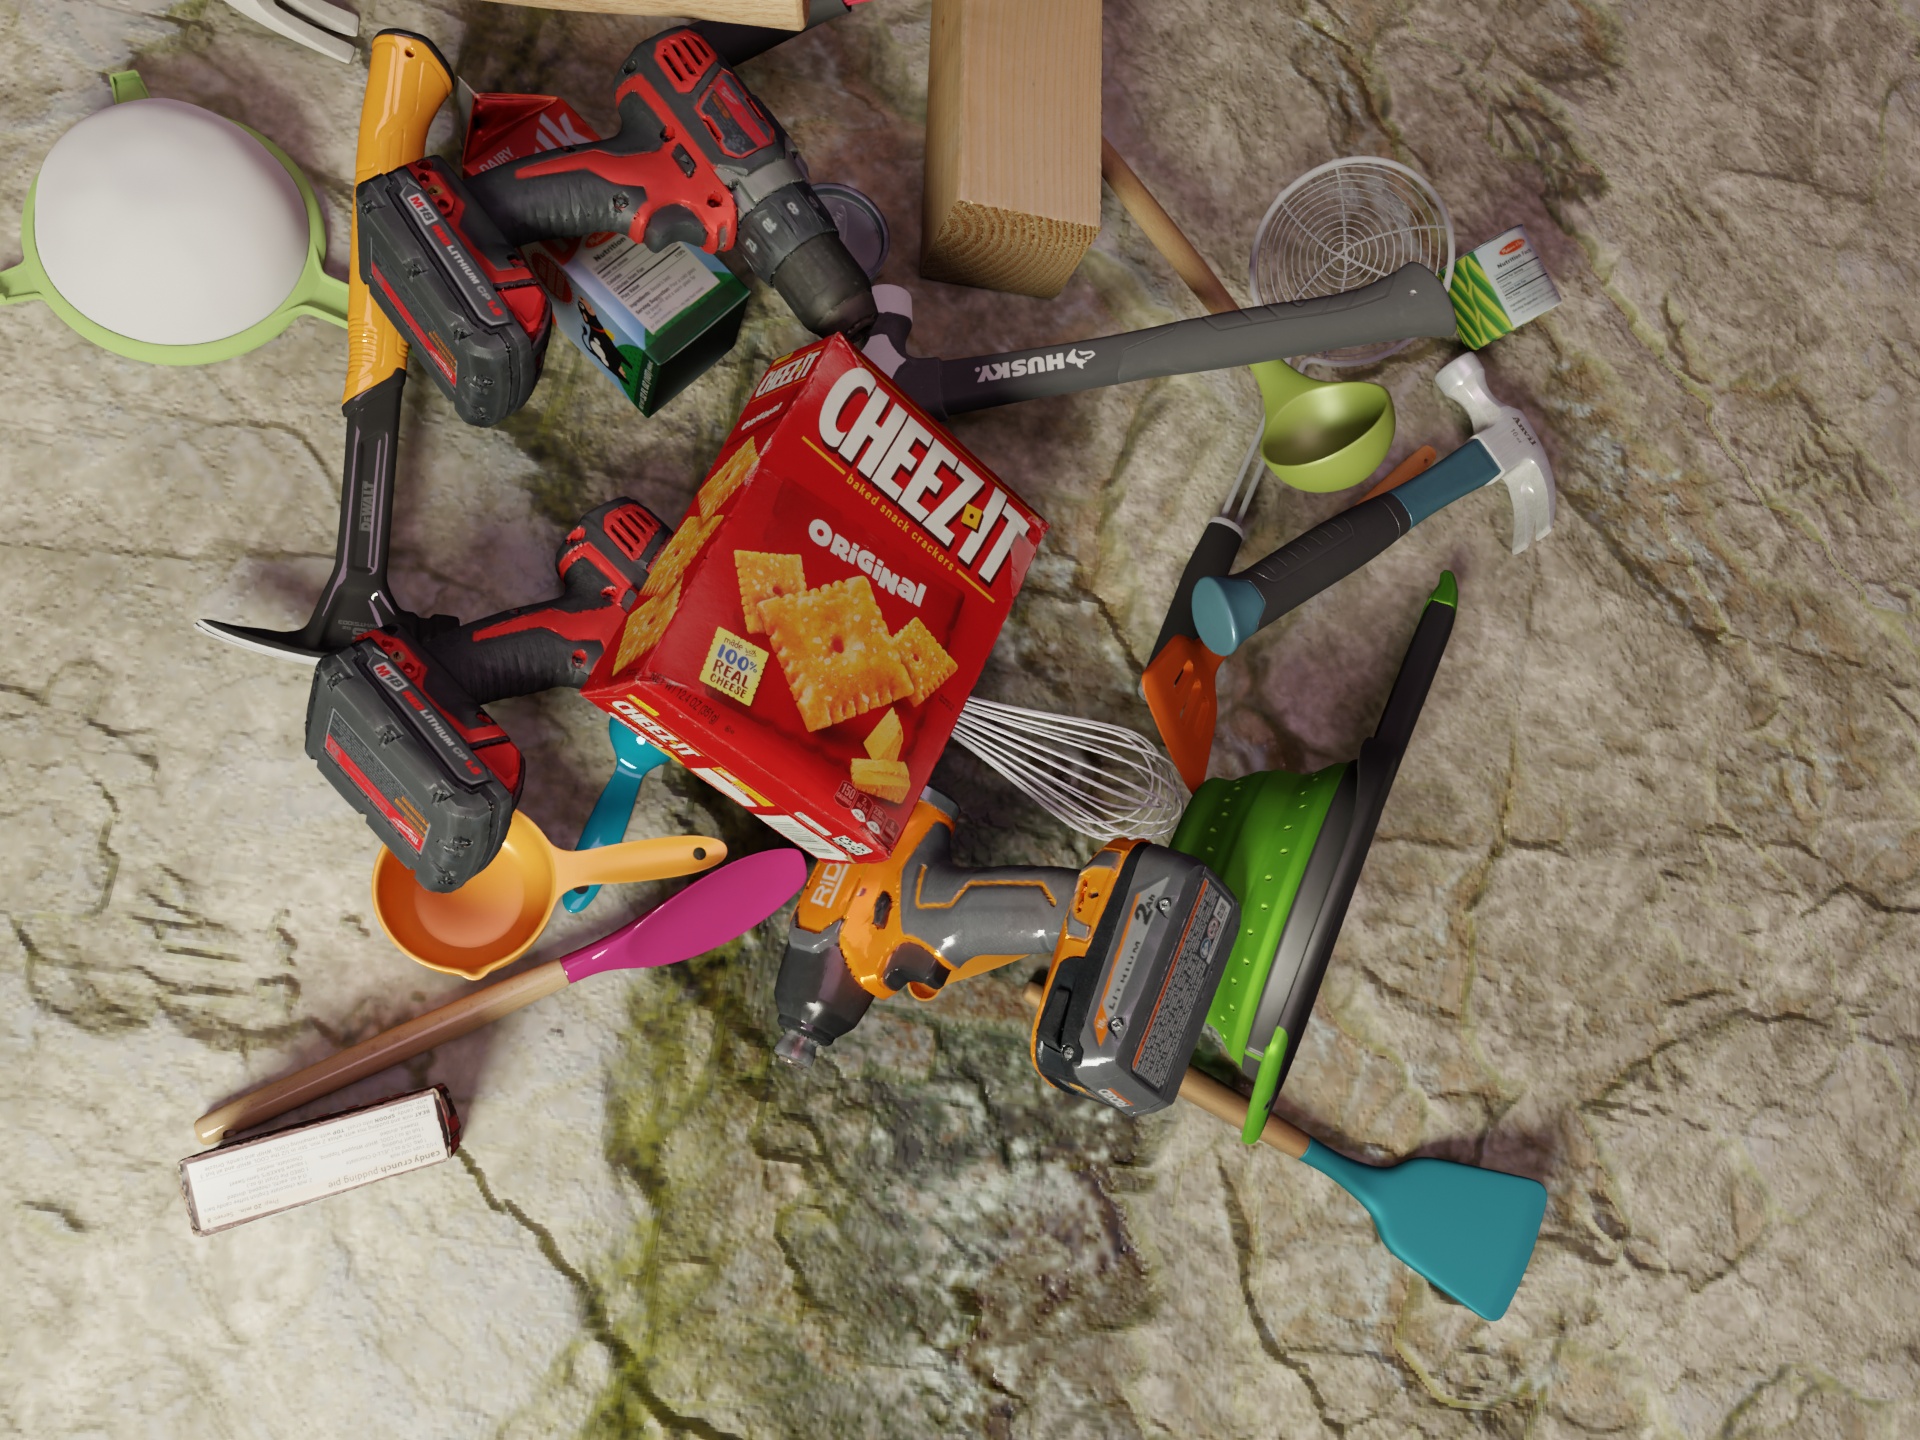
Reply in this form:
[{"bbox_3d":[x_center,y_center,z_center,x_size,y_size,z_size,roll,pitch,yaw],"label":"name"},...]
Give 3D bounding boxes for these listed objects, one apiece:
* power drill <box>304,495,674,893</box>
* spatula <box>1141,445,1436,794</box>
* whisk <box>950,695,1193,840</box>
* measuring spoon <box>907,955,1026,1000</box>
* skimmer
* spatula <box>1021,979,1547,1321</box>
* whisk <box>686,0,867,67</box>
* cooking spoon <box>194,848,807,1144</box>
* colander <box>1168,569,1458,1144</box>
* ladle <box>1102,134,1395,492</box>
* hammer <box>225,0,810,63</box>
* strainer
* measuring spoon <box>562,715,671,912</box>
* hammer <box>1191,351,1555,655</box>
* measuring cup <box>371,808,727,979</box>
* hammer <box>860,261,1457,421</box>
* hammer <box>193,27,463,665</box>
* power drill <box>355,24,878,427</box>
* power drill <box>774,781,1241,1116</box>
[{"bbox_3d":[-0.198,-0.017,0.796,0.143,0.078,0.220,46,48,7],"label":"power drill"},{"bbox_3d":[0.205,-0.081,0.952,0.322,0.041,0.081,-41,117,-29],"label":"spatula"},{"bbox_3d":[-0.002,-0.002,0.893,0.284,0.070,0.070,24,72,-3],"label":"whisk"},{"bbox_3d":[0.021,0.128,0.890,0.117,0.011,0.021,-22,84,-23],"label":"measuring spoon"},{"bbox_3d":[0.194,-0.176,0.965,0.127,0.090,0.363,28,72,-7],"label":"skimmer"},{"bbox_3d":[0.175,0.225,0.889,0.317,0.044,0.082,30,74,-6],"label":"spatula"},{"bbox_3d":[-0.050,-0.425,0.911,0.296,0.073,0.073,-15,80,17],"label":"whisk"},{"bbox_3d":[-0.224,0.137,0.802,0.319,0.068,0.017,-24,56,-15],"label":"cooking spoon"},{"bbox_3d":[0.192,0.039,0.902,0.094,0.204,0.397,19,52,17],"label":"colander"},{"bbox_3d":[0.148,-0.262,0.949,0.078,0.062,0.320,-33,69,3],"label":"ladle"},{"bbox_3d":[-0.245,-0.396,0.848,0.331,0.130,0.031,6,76,2],"label":"hammer"},{"bbox_3d":[-0.367,-0.248,0.839,0.256,0.069,0.151,22,72,-8],"label":"strainer"},{"bbox_3d":[-0.182,0.041,0.846,0.042,0.021,0.129,22,71,-9],"label":"measuring spoon"},{"bbox_3d":[0.251,-0.121,0.954,0.331,0.033,0.128,-30,83,-35],"label":"hammer"},{"bbox_3d":[-0.209,0.081,0.815,0.173,0.052,0.095,-6,78,-19],"label":"measuring cup"},{"bbox_3d":[0.105,-0.202,0.896,0.335,0.035,0.146,-7,72,12],"label":"hammer"},{"bbox_3d":[-0.310,-0.194,0.822,0.127,0.034,0.337,6,84,-29],"label":"hammer"},{"bbox_3d":[-0.168,-0.238,0.813,0.227,0.080,0.188,-36,88,-24],"label":"power drill"},{"bbox_3d":[0.008,0.119,0.794,0.084,0.227,0.164,44,64,-48],"label":"power drill"}]
